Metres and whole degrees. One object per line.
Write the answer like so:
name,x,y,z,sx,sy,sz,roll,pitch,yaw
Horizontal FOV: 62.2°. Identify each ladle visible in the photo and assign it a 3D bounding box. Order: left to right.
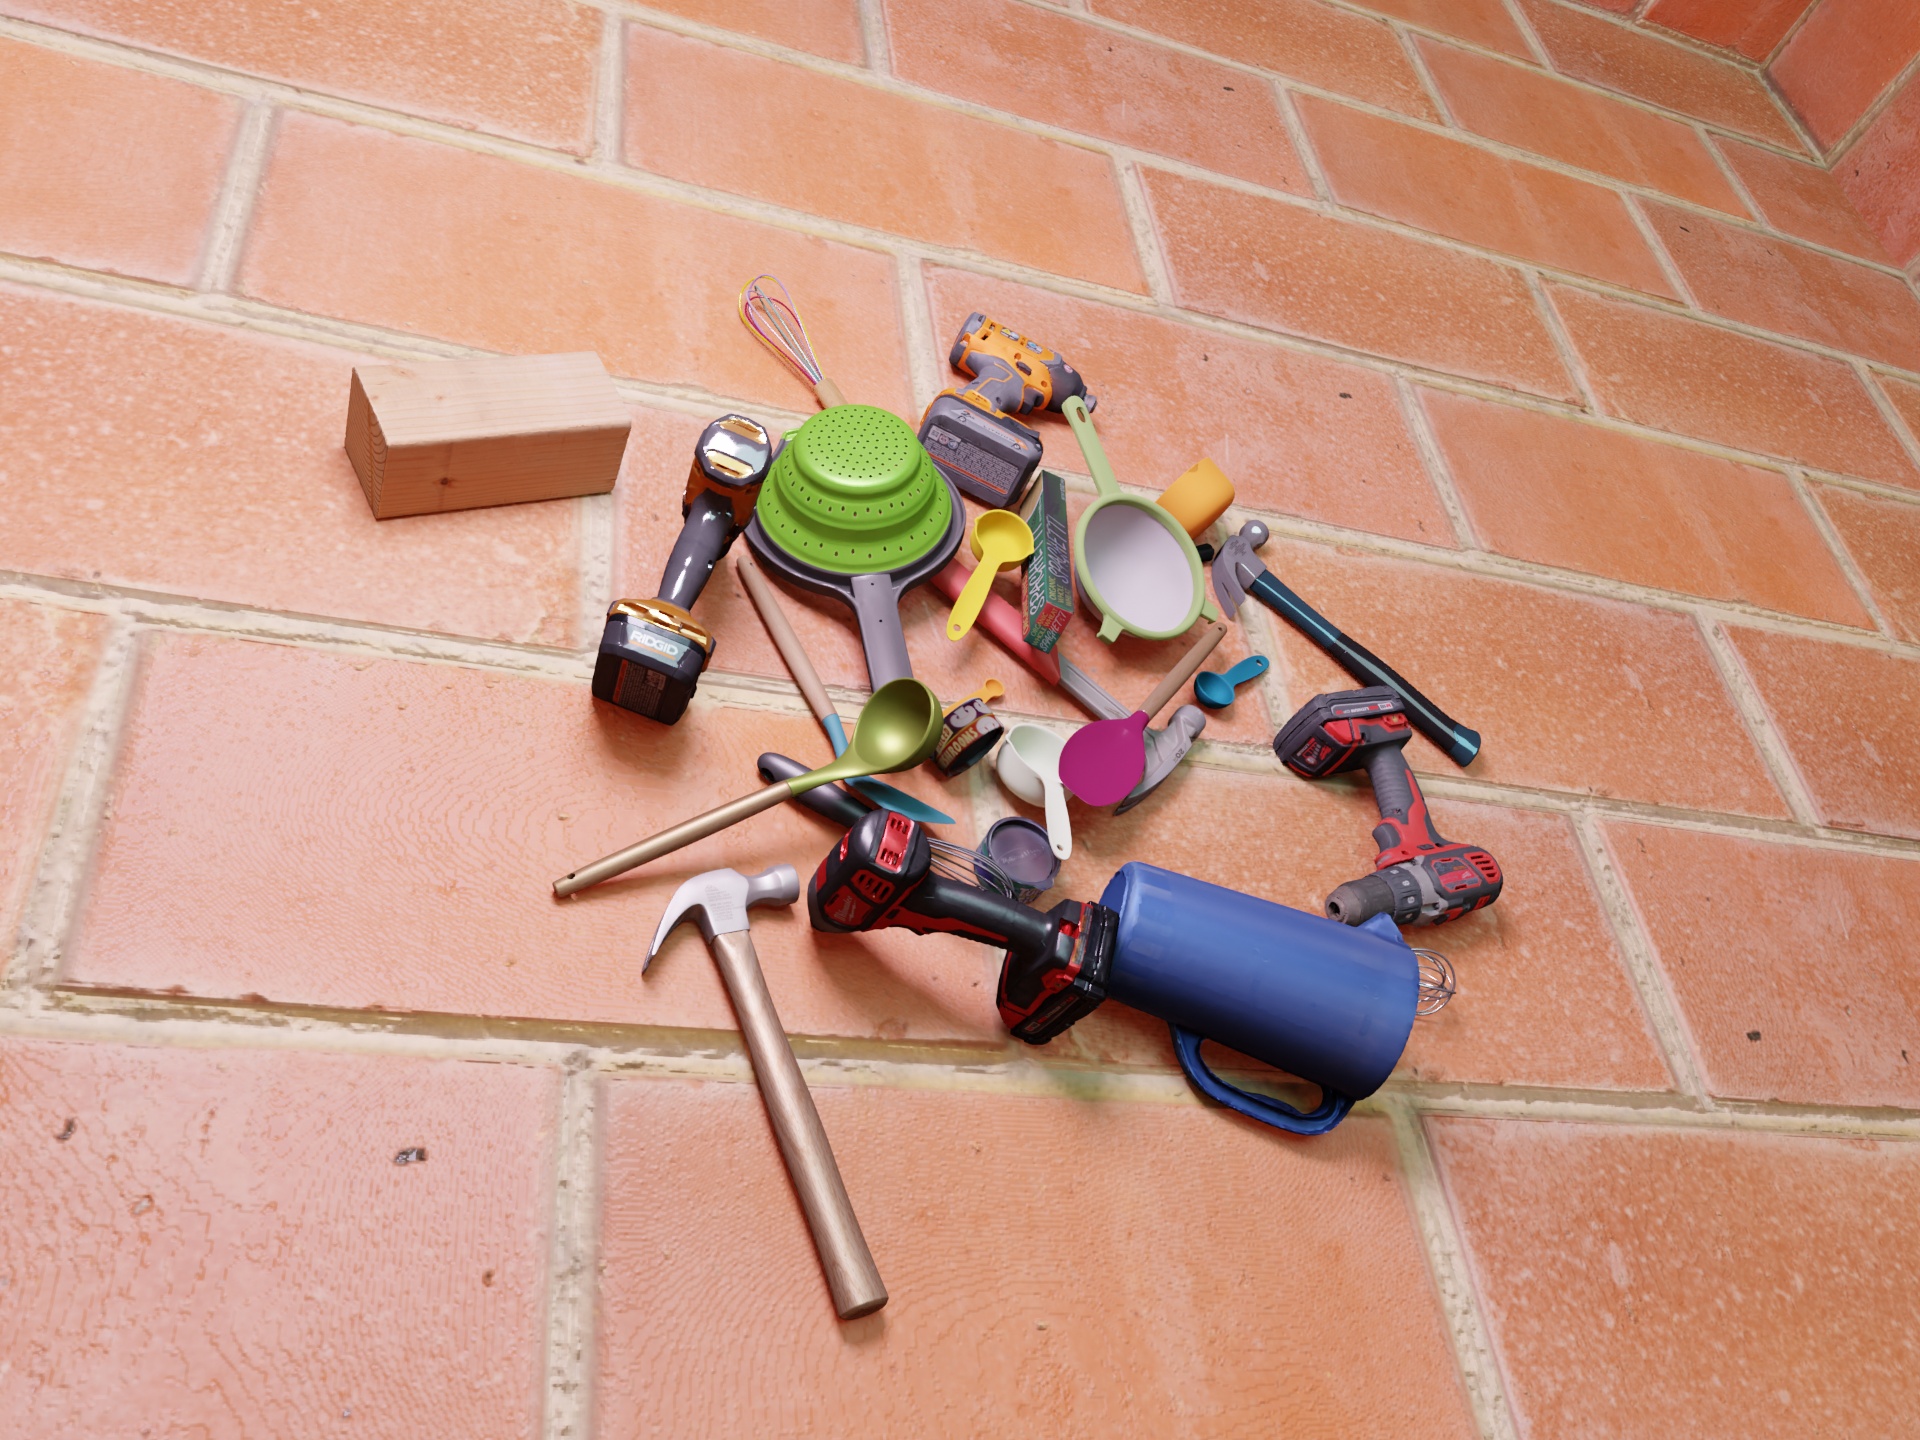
ladle,-0.154,0.052,1.187,0.320,0.062,0.078,-24,42,-21

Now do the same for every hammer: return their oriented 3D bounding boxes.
hammer,-0.126,0.250,1.101,0.130,0.031,0.332,-7,57,-31
hammer,0.053,-0.069,1.446,0.359,0.036,0.149,41,47,8
hammer,0.392,-0.073,1.616,0.331,0.033,0.128,41,46,9

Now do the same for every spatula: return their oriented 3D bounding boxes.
spatula,-0.111,-0.027,1.326,0.082,0.044,0.318,11,41,-54

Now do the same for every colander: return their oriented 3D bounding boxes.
colander,-0.077,-0.148,1.364,0.204,0.094,0.398,-6,53,-11

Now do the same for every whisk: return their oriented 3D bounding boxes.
whisk,-0.150,-0.345,1.574,0.047,0.051,0.245,-28,72,-17
whisk,-0.059,0.091,1.257,0.239,0.055,0.055,31,46,7
whisk,0.309,0.204,1.345,0.246,0.059,0.058,13,6,-11

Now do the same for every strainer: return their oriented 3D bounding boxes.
strainer,0.138,-0.185,1.532,0.151,0.069,0.256,-13,77,-35

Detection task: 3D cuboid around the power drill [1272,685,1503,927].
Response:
power drill,0.373,0.087,1.451,0.187,0.080,0.227,-7,60,-30

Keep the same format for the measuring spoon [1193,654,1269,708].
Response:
measuring spoon,0.263,-0.038,1.541,0.042,0.021,0.128,47,39,15

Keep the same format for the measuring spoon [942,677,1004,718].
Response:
measuring spoon,-0.002,-0.004,1.386,0.021,0.011,0.117,44,51,12

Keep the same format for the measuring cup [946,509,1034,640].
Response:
measuring cup,0.018,-0.125,1.438,0.062,0.029,0.157,28,58,-4

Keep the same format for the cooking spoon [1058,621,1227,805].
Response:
cooking spoon,0.173,-0.014,1.421,0.069,0.017,0.319,39,43,7

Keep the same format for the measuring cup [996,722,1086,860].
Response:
measuring cup,0.068,0.068,1.316,0.083,0.038,0.168,21,33,-18

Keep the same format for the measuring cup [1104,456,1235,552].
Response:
measuring cup,0.209,-0.195,1.607,0.173,0.095,0.052,-41,84,-23

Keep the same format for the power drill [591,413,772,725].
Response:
power drill,-0.221,-0.113,1.281,0.084,0.185,0.226,22,66,-9

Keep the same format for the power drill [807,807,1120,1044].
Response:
power drill,-0.006,0.152,1.174,0.219,0.143,0.079,26,50,-13

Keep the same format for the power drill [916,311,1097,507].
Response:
power drill,0.051,-0.316,1.617,0.164,0.084,0.227,26,43,-5
